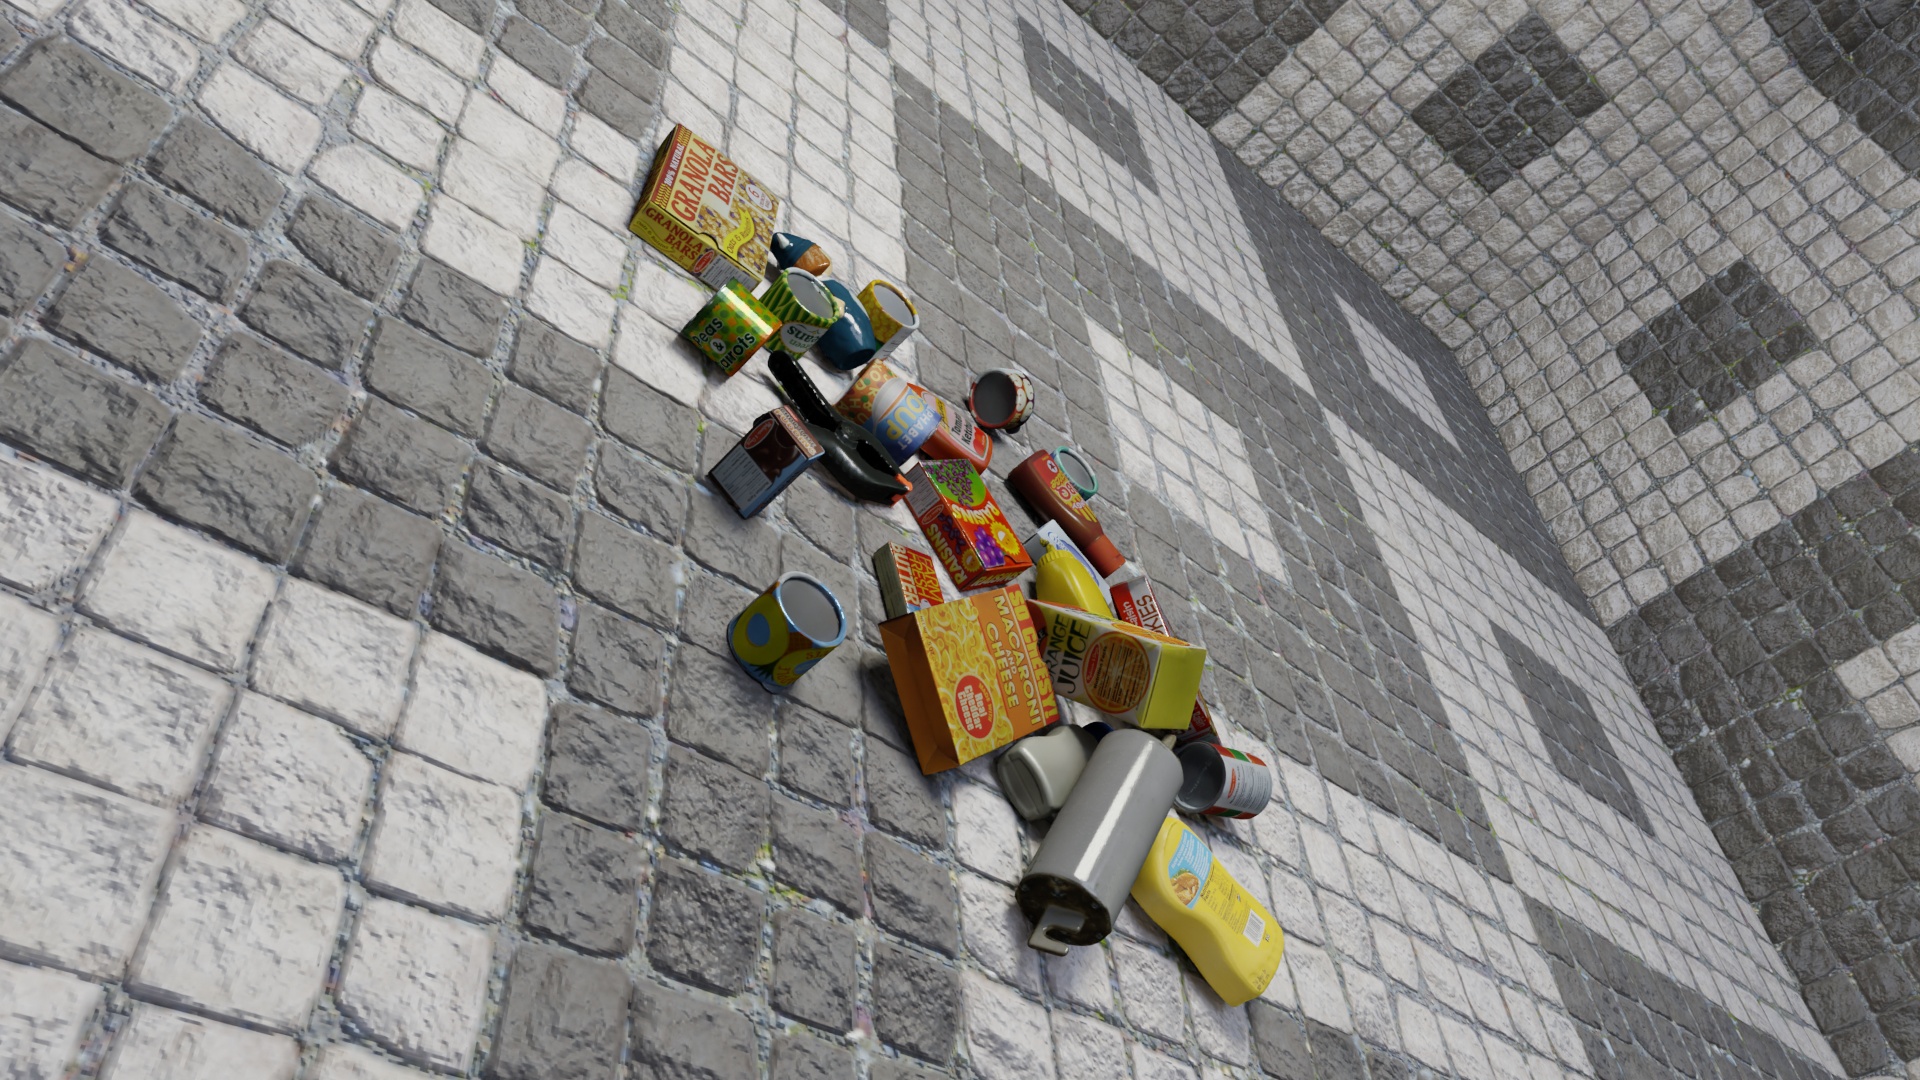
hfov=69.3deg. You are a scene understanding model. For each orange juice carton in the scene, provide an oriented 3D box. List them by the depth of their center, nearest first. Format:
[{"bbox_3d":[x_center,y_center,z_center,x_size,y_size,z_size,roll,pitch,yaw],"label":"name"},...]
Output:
[{"bbox_3d":[0.111,0.101,1.210,0.193,0.073,0.072,17,5,42],"label":"orange juice carton"}]

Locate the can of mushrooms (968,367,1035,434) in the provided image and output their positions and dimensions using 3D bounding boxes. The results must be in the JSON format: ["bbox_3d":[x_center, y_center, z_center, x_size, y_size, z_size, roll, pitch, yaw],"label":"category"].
[{"bbox_3d":[0.044,-0.149,1.482,0.033,0.070,0.071,-4,59,-56],"label":"can of mushrooms"}]

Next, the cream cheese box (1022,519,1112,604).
[{"bbox_3d":[0.110,0.030,1.403,0.104,0.024,0.053,50,27,1],"label":"cream cheese box"}]

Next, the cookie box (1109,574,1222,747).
[{"bbox_3d":[0.197,0.124,1.332,0.167,0.040,0.123,54,15,-54],"label":"cookie box"}]

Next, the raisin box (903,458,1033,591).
[{"bbox_3d":[0.005,-0.016,1.297,0.086,0.040,0.123,-5,60,-57],"label":"raisin box"}]

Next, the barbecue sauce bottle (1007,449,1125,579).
[{"bbox_3d":[0.113,-0.025,1.452,0.148,0.043,0.065,52,28,4],"label":"barbecue sauce bottle"}]

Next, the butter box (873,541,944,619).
[{"bbox_3d":[-0.038,0.052,1.172,0.053,0.024,0.104,22,39,-42],"label":"butter box"}]

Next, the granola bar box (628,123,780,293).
[{"bbox_3d":[-0.237,-0.310,1.309,0.124,0.039,0.166,34,32,-26],"label":"granola bar box"}]

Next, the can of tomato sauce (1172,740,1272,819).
[{"bbox_3d":[0.244,0.228,1.316,0.083,0.071,0.071,19,41,-44],"label":"can of tomato sauce"}]

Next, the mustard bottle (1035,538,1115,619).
[{"bbox_3d":[0.105,0.057,1.323,0.049,0.065,0.161,20,39,-38],"label":"mustard bottle"}]

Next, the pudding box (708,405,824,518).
[{"bbox_3d":[-0.152,-0.061,1.087,0.049,0.083,0.030,51,28,3],"label":"pudding box"}]

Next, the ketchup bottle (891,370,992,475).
[{"bbox_3d":[-0.036,-0.119,1.357,0.148,0.043,0.065,36,32,-22],"label":"ketchup bottle"}]

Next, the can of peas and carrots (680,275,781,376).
[{"bbox_3d":[-0.196,-0.181,1.187,0.058,0.070,0.071,43,29,-13],"label":"can of peas and carrots"}]

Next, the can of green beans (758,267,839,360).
[{"bbox_3d":[-0.154,-0.209,1.285,0.071,0.057,0.071,34,32,-26],"label":"can of green beans"}]

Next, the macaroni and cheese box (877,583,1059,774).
[{"bbox_3d":[0.012,0.108,1.126,0.167,0.040,0.123,-11,83,-57],"label":"macaroni and cheese box"}]

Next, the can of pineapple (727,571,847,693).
[{"bbox_3d":[-0.124,0.066,1.004,0.071,0.057,0.071,35,32,-26],"label":"can of pineapple"}]

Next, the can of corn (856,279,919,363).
[{"bbox_3d":[-0.086,-0.221,1.393,0.071,0.058,0.071,35,32,-26],"label":"can of corn"}]

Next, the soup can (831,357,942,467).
[{"bbox_3d":[-0.068,-0.119,1.284,0.083,0.071,0.072,42,30,-12],"label":"soup can"}]

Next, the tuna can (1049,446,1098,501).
[{"bbox_3d":[0.117,-0.068,1.518,0.071,0.032,0.071,35,32,-25],"label":"tuna can"}]

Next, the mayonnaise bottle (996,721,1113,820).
[{"bbox_3d":[0.087,0.187,1.171,0.148,0.041,0.065,-12,72,-59],"label":"mayonnaise bottle"}]
